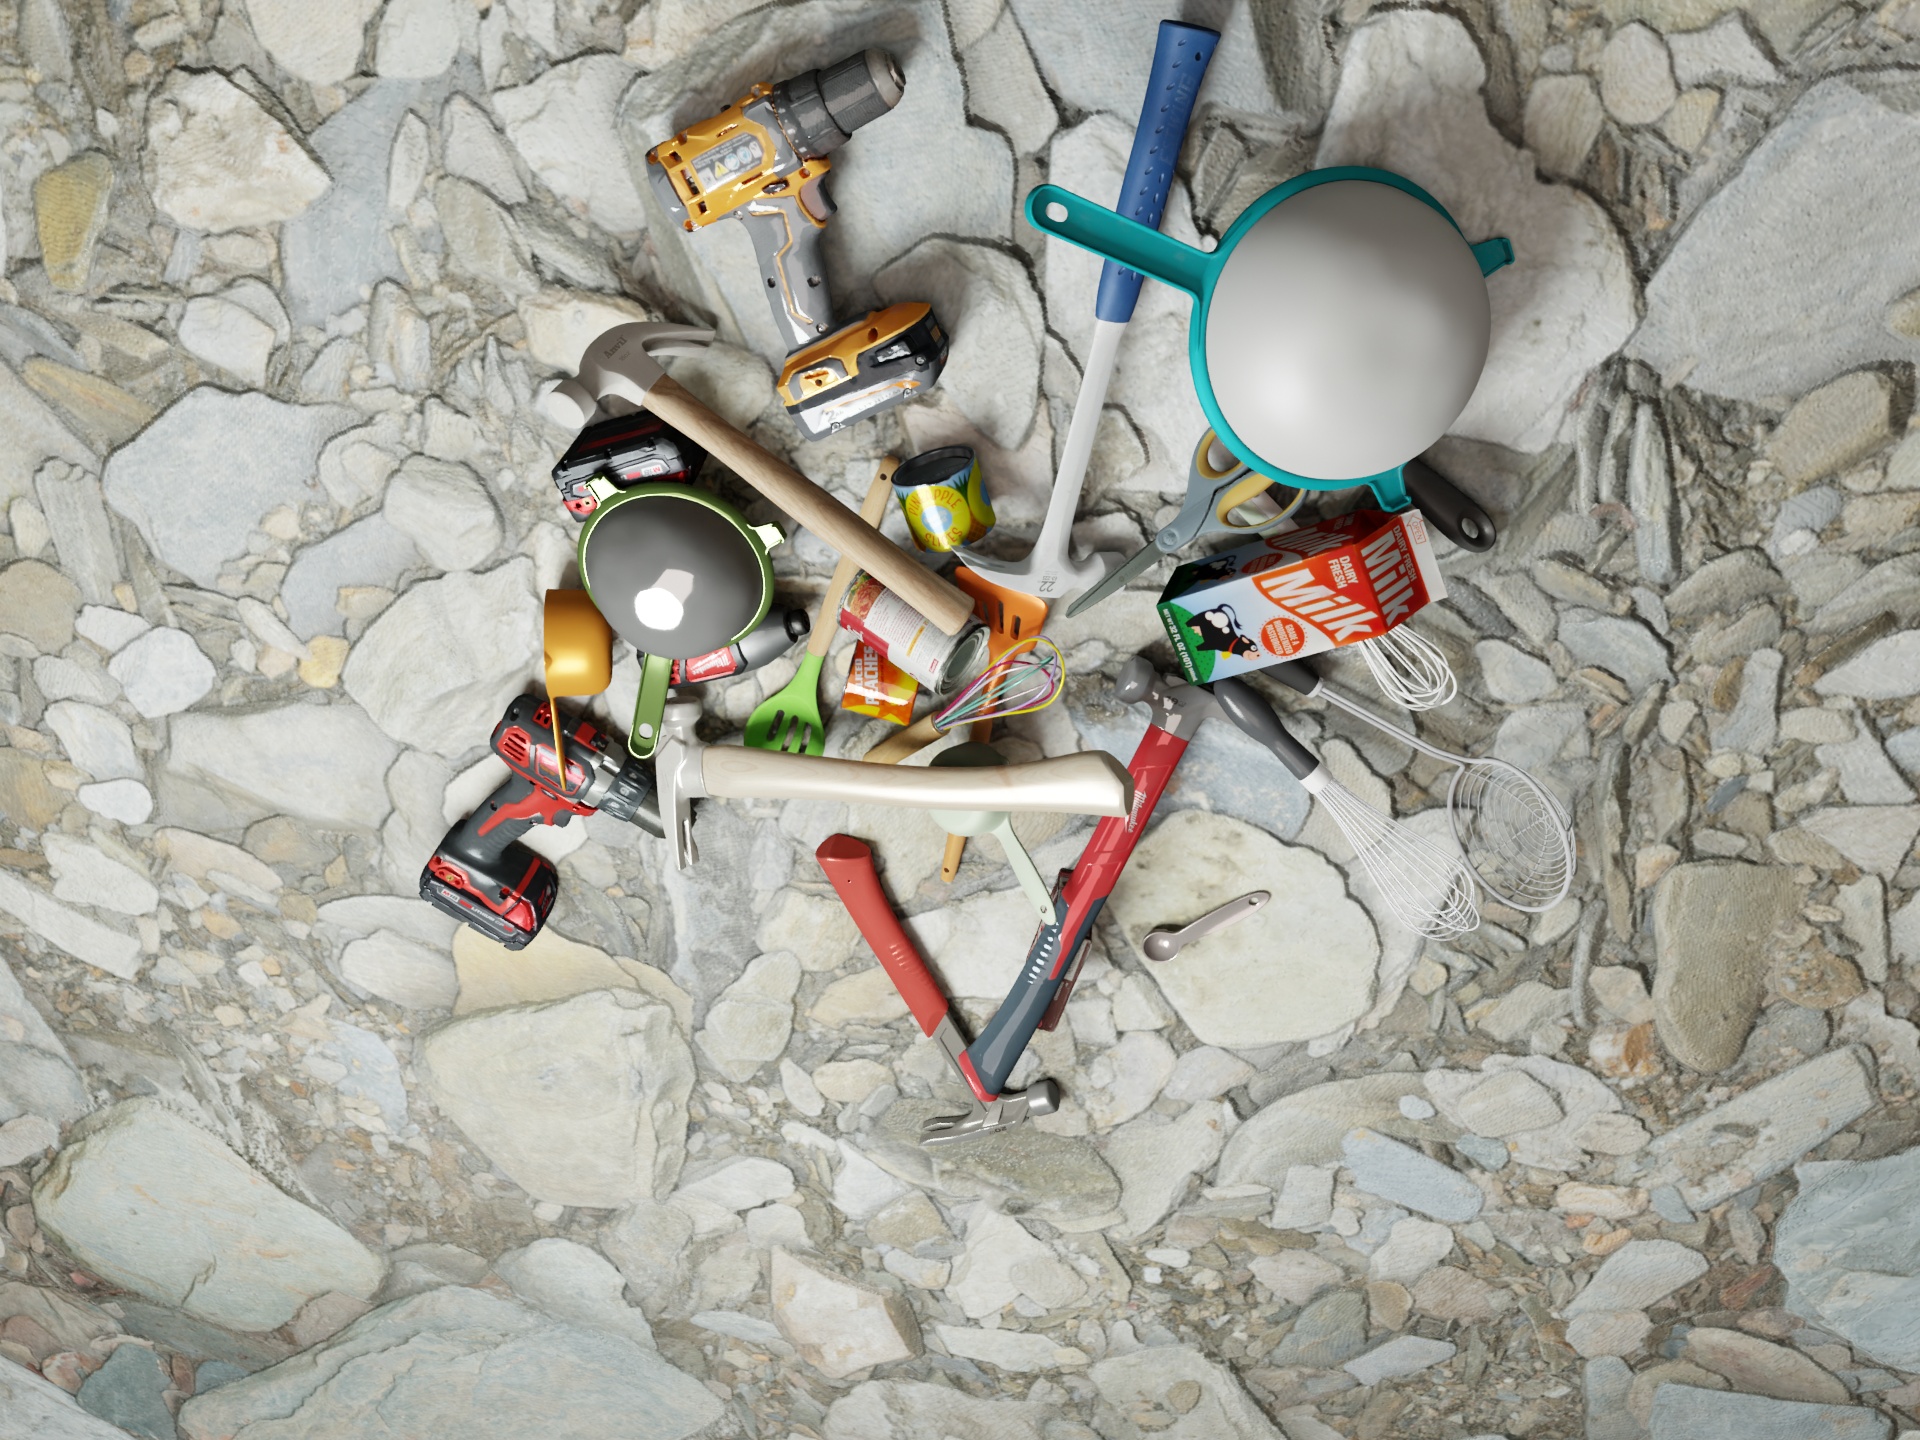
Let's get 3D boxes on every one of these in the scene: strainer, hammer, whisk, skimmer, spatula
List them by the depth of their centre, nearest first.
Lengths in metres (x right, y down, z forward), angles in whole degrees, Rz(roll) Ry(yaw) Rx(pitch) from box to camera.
[{"bbox_3d":[0.204,-0.264,1.003,0.340,0.095,0.211,17,102,-20],"label":"strainer"},{"bbox_3d":[0.098,-0.268,1.102,0.144,0.035,0.405,-3,123,-27],"label":"hammer"},{"bbox_3d":[0.276,-0.208,1.125,0.295,0.073,0.073,35,121,-19],"label":"whisk"},{"bbox_3d":[-0.128,-0.173,1.157,0.331,0.130,0.031,36,144,-8],"label":"hammer"},{"bbox_3d":[0.286,-0.096,1.199,0.246,0.058,0.059,43,149,-13],"label":"whisk"},{"bbox_3d":[-0.231,-0.057,1.211,0.151,0.069,0.256,15,126,-5],"label":"strainer"},{"bbox_3d":[0.320,0.026,1.242,0.363,0.090,0.127,29,156,-6],"label":"skimmer"},{"bbox_3d":[0.301,0.067,1.249,0.284,0.070,0.070,44,119,-4],"label":"whisk"},{"bbox_3d":[-0.002,-0.002,1.270,0.047,0.051,0.245,47,136,-13],"label":"whisk"},{"bbox_3d":[-0.062,0.059,1.272,0.411,0.038,0.146,2,102,23],"label":"hammer"},{"bbox_3d":[0.116,0.147,1.299,0.143,0.038,0.386,25,100,-9],"label":"hammer"},{"bbox_3d":[0.012,0.014,1.314,0.081,0.041,0.322,24,126,17],"label":"spatula"},{"bbox_3d":[-0.046,0.255,1.477,0.149,0.037,0.358,-19,117,20],"label":"hammer"}]

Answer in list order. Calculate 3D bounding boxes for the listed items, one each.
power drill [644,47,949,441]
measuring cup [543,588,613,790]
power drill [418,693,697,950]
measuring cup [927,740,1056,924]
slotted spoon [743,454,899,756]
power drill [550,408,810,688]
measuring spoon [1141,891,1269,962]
[{"bbox_3d":[-0.086,-0.329,1.095,0.185,0.084,0.226,-21,112,19],"label":"power drill"},{"bbox_3d":[-0.309,-0.024,1.304,0.052,0.095,0.173,-3,111,-9],"label":"measuring cup"},{"bbox_3d":[-0.358,0.100,1.410,0.187,0.080,0.226,33,118,-12],"label":"power drill"},{"bbox_3d":[0.025,0.094,1.278,0.083,0.038,0.168,-43,68,37],"label":"measuring cup"},{"bbox_3d":[-0.106,-0.076,1.286,0.070,0.031,0.313,26,121,3],"label":"slotted spoon"},{"bbox_3d":[-0.214,-0.129,1.243,0.143,0.079,0.219,-11,122,16],"label":"power drill"},{"bbox_3d":[0.216,0.177,1.402,0.124,0.018,0.034,-29,113,16],"label":"measuring spoon"}]
